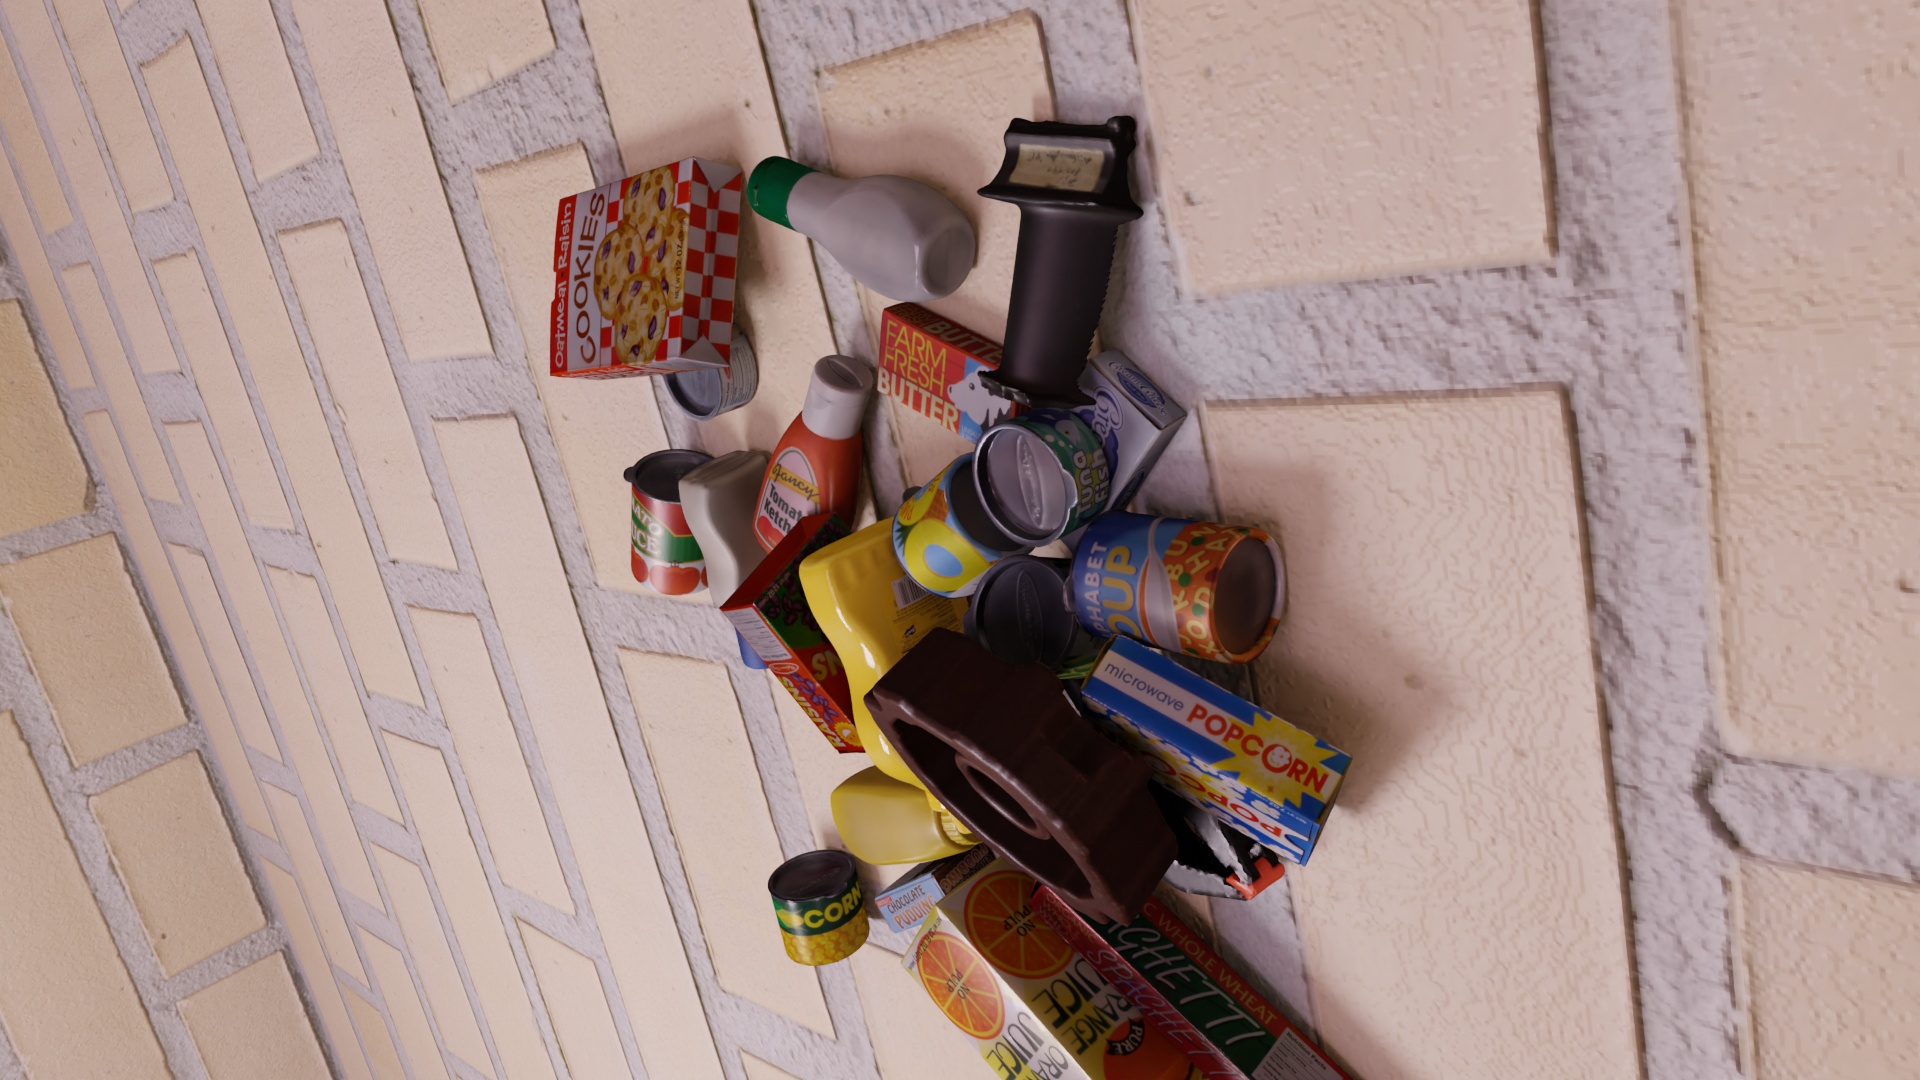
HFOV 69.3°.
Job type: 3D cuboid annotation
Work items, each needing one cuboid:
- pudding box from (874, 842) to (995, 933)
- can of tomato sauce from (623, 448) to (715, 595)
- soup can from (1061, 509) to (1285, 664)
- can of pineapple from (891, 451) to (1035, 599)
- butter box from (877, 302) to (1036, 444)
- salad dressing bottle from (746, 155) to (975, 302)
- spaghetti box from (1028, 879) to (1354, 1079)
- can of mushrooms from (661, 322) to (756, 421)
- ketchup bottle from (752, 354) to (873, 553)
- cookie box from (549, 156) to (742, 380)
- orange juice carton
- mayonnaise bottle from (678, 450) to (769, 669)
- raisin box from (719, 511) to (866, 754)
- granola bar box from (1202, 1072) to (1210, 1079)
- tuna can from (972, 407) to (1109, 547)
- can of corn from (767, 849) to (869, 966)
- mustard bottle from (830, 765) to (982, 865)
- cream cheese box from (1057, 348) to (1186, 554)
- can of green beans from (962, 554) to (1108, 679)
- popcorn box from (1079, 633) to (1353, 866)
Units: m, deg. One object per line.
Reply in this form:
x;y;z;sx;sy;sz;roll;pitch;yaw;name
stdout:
-0.016;0.231;0.929;0.030;0.050;0.083;58;140;5;pudding box
-0.201;-0.012;0.982;0.071;0.071;0.082;35;133;30;can of tomato sauce
0.103;0.023;0.674;0.084;0.071;0.071;9;116;44;soup can
0.003;-0.010;0.767;0.057;0.071;0.071;-38;81;49;can of pineapple
-0.003;-0.089;0.764;0.104;0.024;0.052;32;131;32;butter box
-0.058;-0.176;0.764;0.148;0.044;0.064;30;132;35;salad dressing bottle
0.143;0.264;0.763;0.250;0.050;0.028;41;135;19;spaghetti box
-0.169;-0.116;0.921;0.071;0.033;0.070;24;127;37;can of mushrooms
-0.088;-0.047;0.863;0.065;0.044;0.148;40;134;20;ketchup bottle
-0.208;-0.170;0.895;0.167;0.040;0.123;2;88;47;cookie box
0.062;0.277;0.790;0.193;0.073;0.071;44;134;21;orange juice carton
-0.147;0.017;0.948;0.041;0.065;0.147;12;122;38;mayonnaise bottle
-0.076;0.057;0.844;0.040;0.086;0.123;-10;123;47;raisin box
0.080;0.276;0.858;0.166;0.039;0.123;49;137;17;granola bar box
0.042;-0.033;0.700;0.071;0.033;0.070;24;126;38;tuna can
-0.103;0.273;1.031;0.071;0.071;0.058;8;117;44;can of corn
-0.021;0.179;0.907;0.160;0.049;0.065;-12;101;49;mustard bottle
0.069;-0.043;0.712;0.053;0.024;0.103;47;137;18;cream cheese box
0.048;0.041;0.736;0.071;0.058;0.071;-3;85;35;can of green beans
0.122;0.102;0.677;0.127;0.038;0.085;28;161;20;popcorn box
